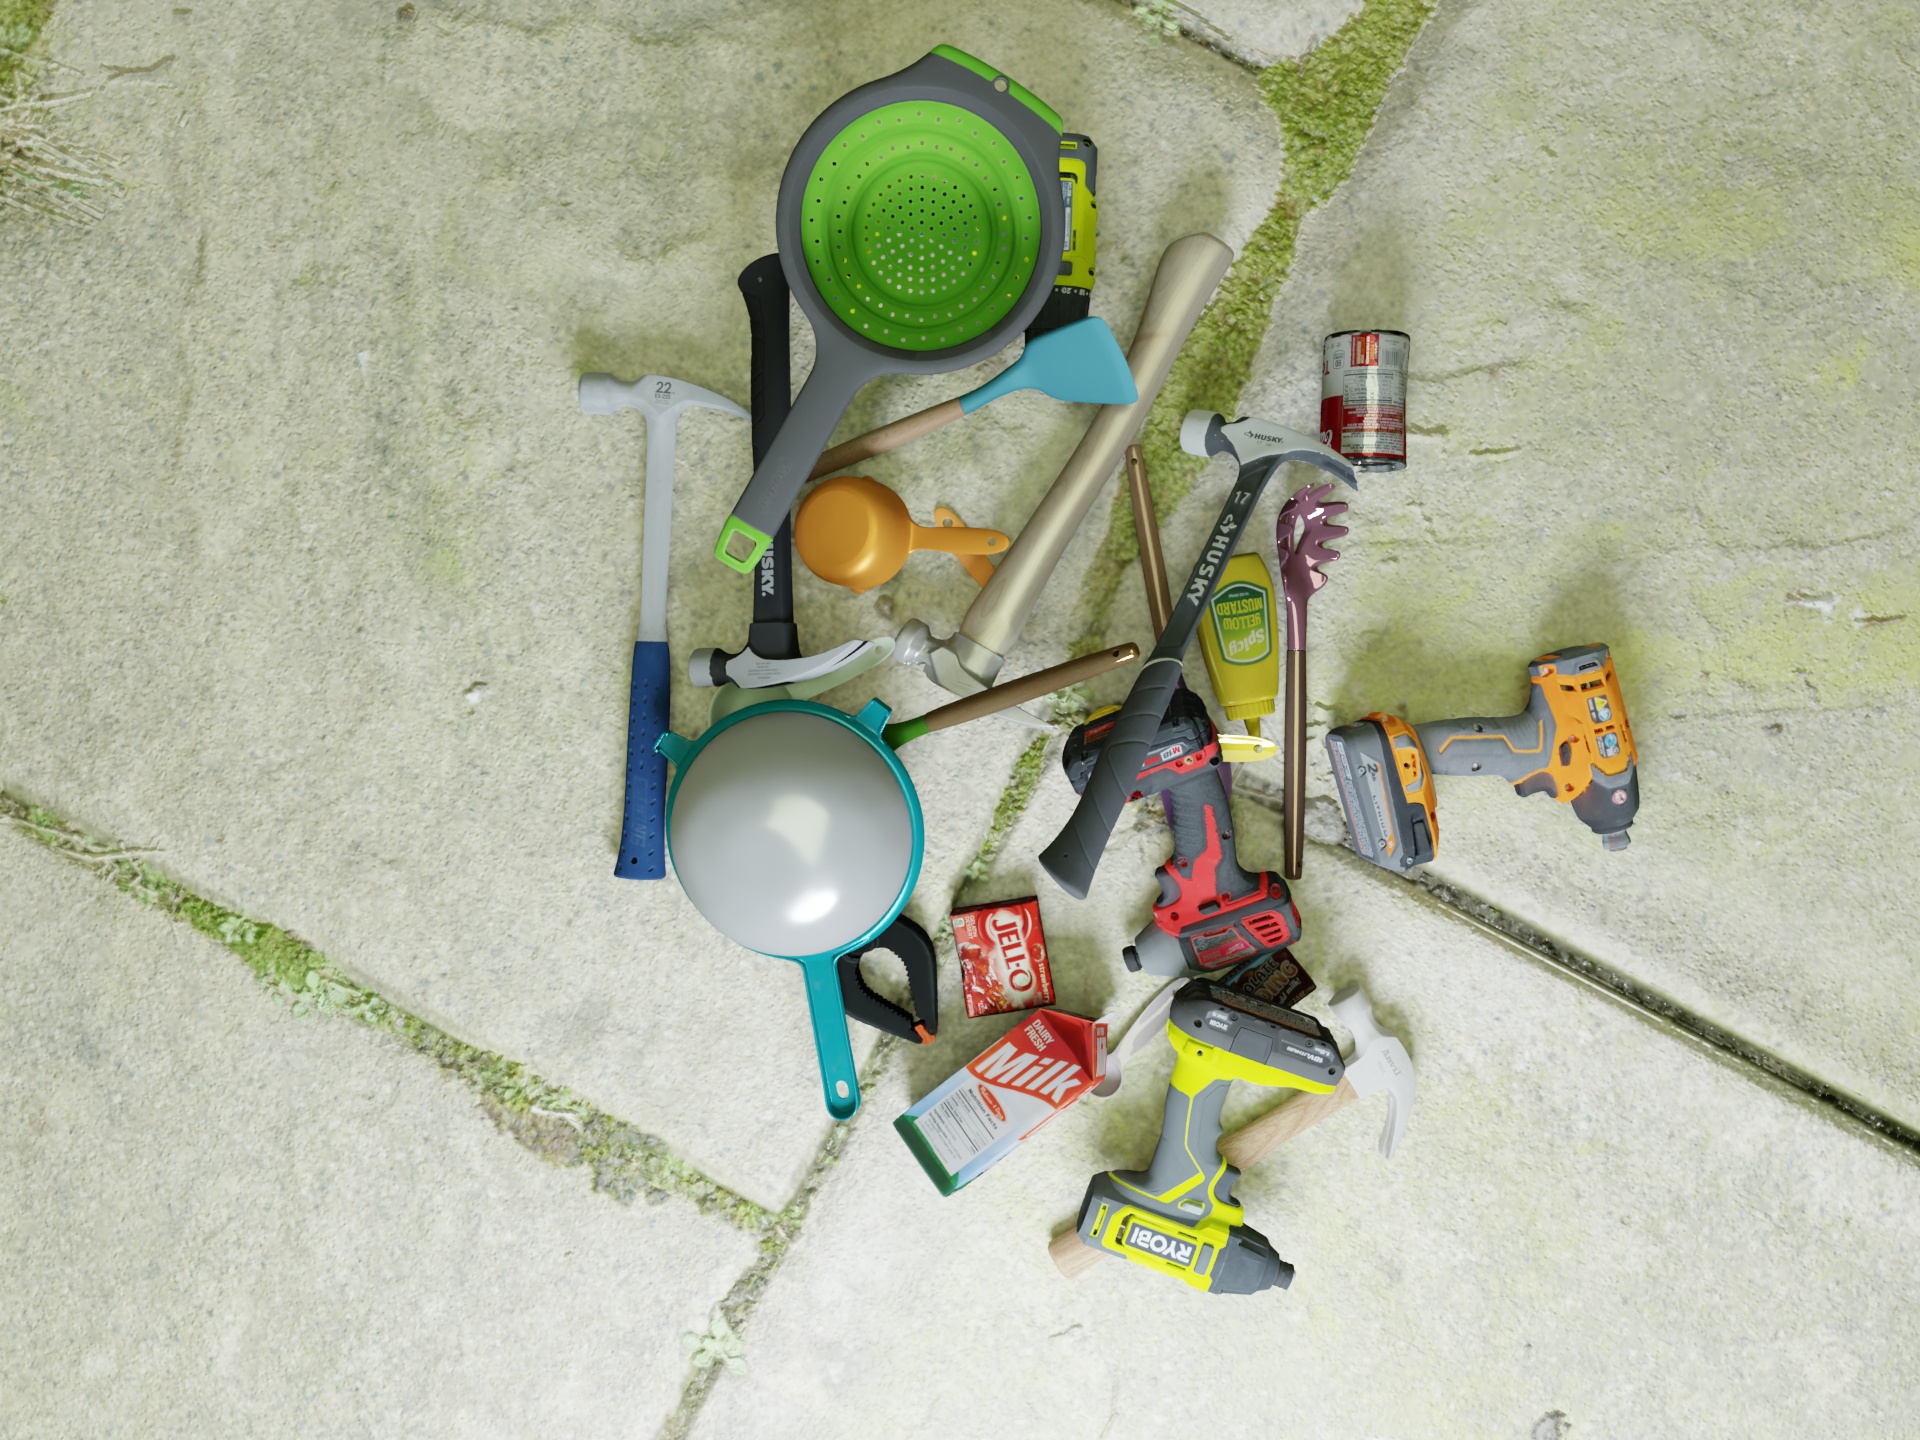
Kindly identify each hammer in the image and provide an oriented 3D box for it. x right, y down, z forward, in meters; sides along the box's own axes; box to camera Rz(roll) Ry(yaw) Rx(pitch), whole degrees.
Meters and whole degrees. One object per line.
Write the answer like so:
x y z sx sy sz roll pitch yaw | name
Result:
-0.141 -0.192 1.228 0.146 0.035 0.335 -1 89 21 | hammer
0.108 -0.192 1.251 0.146 0.038 0.410 30 91 11 | hammer
-0.243 -0.074 1.284 0.144 0.035 0.405 3 92 2 | hammer
0.162 -0.053 1.177 0.149 0.036 0.409 17 70 30 | hammer
0.219 0.356 1.288 0.331 0.031 0.130 -33 90 3 | hammer

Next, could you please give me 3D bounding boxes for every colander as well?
-0.070 -0.289 1.175 0.204 0.094 0.397 30 101 -8 | colander

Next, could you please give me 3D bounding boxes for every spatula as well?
-0.022 -0.231 1.242 0.317 0.044 0.082 -20 132 15 | spatula
0.168 -0.065 1.280 0.060 0.018 0.316 -10 93 11 | spatula

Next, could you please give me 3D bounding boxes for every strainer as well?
-0.128 0.157 1.222 0.211 0.095 0.340 -9 96 12 | strainer

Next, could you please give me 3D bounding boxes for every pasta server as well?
0.273 -0.029 1.269 0.060 0.040 0.316 -2 94 -30 | pasta server

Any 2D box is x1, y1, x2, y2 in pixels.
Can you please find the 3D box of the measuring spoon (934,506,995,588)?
0.015 -0.125 1.286 0.021 0.011 0.117 -36 91 3 | measuring spoon

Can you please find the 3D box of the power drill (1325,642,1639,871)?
0.419 0.046 1.247 0.226 0.084 0.164 -16 92 -1 | power drill

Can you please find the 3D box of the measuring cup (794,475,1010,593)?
-0.050 -0.145 1.237 0.174 0.052 0.095 6 92 25 | measuring cup

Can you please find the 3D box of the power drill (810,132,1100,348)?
-0.006 -0.360 1.247 0.228 0.080 0.190 2 97 0 | power drill

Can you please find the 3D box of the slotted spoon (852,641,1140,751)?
-0.002 -0.004 1.225 0.314 0.031 0.070 -20 69 28 | slotted spoon

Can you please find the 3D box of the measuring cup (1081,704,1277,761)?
0.173 0.017 1.270 0.156 0.029 0.062 2 105 6 | measuring cup

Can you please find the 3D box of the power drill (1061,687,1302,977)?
0.165 0.099 1.242 0.143 0.079 0.219 -21 106 13 | power drill

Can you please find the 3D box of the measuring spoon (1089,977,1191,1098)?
0.146 0.257 1.298 0.034 0.018 0.124 42 86 16 | measuring spoon

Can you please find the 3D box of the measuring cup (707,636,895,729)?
-0.122 -0.022 1.273 0.167 0.038 0.083 -28 81 8 | measuring cup

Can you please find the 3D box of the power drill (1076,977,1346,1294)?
0.206 0.329 1.237 0.171 0.080 0.223 19 97 2 | power drill
